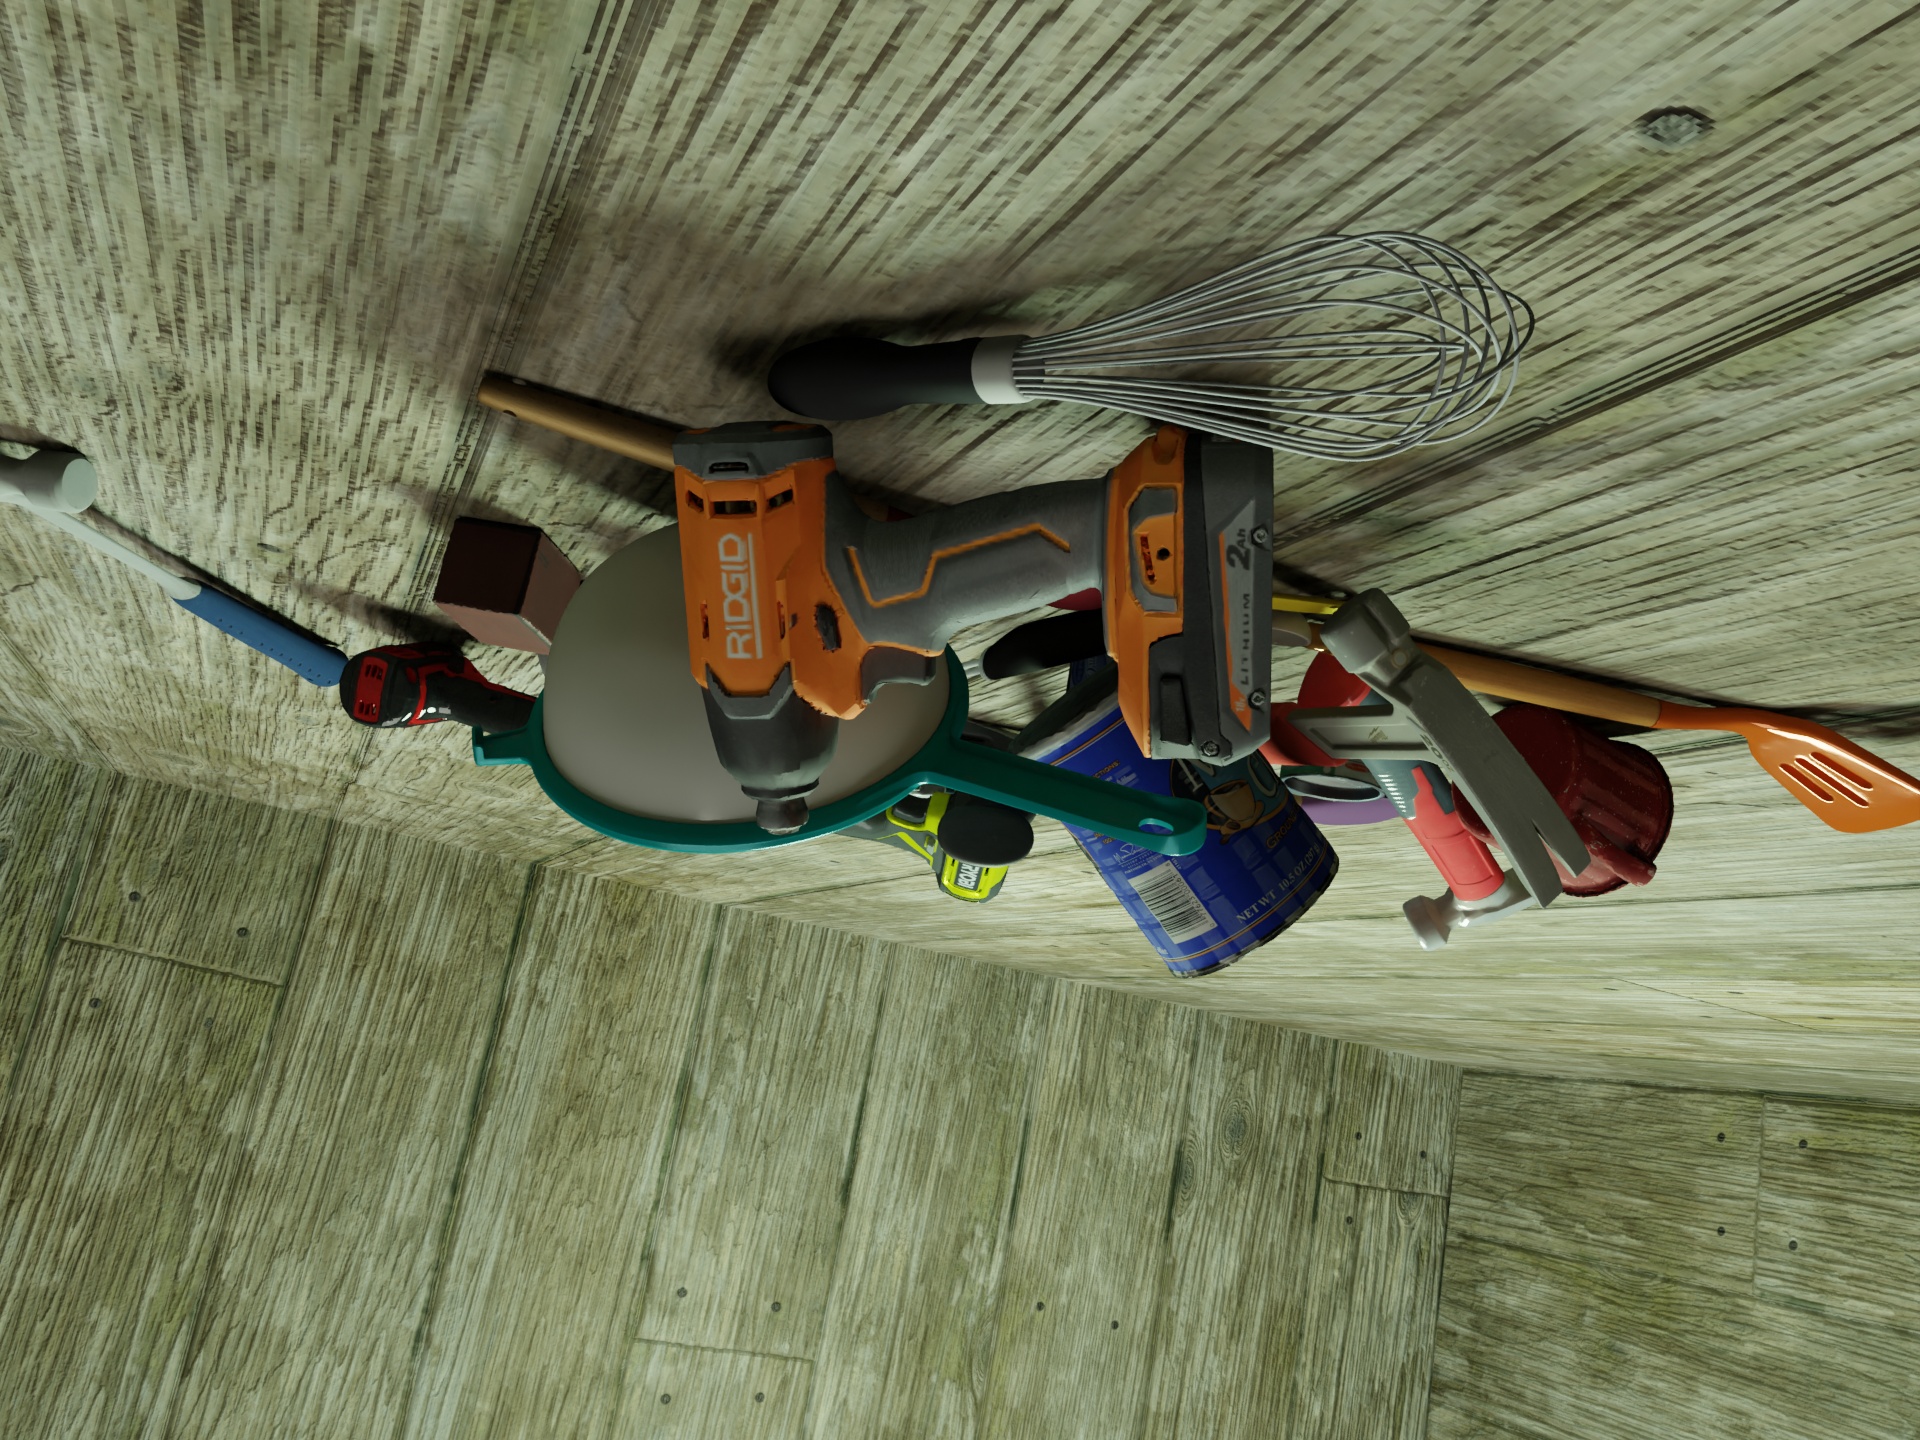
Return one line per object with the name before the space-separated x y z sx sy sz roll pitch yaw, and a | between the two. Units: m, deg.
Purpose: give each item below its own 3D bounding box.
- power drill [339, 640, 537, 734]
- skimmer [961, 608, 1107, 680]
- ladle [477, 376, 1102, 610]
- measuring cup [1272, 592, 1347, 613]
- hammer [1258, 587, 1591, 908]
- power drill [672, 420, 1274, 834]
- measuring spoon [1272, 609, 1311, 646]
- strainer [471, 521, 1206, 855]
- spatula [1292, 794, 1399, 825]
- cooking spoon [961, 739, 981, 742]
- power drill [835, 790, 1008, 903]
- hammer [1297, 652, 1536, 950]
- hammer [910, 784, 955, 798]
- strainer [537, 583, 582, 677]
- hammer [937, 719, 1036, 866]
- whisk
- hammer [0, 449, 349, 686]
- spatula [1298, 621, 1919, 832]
power drill | -0.321 -0.008 1.162 0.219 0.078 0.143 14 -173 8
skimmer | -0.001 -0.003 0.907 0.363 0.127 0.090 -13 125 50
ladle | -0.059 -0.100 0.718 0.315 0.031 0.069 16 169 -15
measuring cup | 0.127 -0.069 0.723 0.156 0.029 0.062 5 172 -34
hammer | 0.171 0.014 0.812 0.149 0.037 0.359 51 170 -7
power drill | 0.004 -0.034 0.613 0.226 0.164 0.084 1 -165 10
measuring spoon | 0.119 -0.054 0.803 0.124 0.018 0.034 10 172 34
strainer | -0.048 -0.024 0.711 0.340 0.211 0.095 16 130 27
spatula | 0.203 0.051 1.049 0.315 0.018 0.060 10 153 -43
cooking spoon | 0.120 0.039 1.167 0.319 0.017 0.069 8 -178 8
power drill | -0.065 0.060 1.194 0.223 0.080 0.171 16 154 3
hammer | 0.296 0.044 0.959 0.143 0.038 0.385 -29 145 15
hammer | 0.092 0.067 1.236 0.331 0.033 0.128 6 166 34
strainer | -0.166 -0.029 0.993 0.256 0.069 0.151 4 165 33
hammer | 0.033 0.038 0.946 0.149 0.036 0.409 12 -174 7
whisk | 0.042 -0.117 0.518 0.285 0.070 0.070 7 167 38
hammer | -0.539 -0.095 1.080 0.144 0.035 0.405 8 167 9
spatula | 0.325 -0.001 0.800 0.322 0.041 0.081 12 164 -4
